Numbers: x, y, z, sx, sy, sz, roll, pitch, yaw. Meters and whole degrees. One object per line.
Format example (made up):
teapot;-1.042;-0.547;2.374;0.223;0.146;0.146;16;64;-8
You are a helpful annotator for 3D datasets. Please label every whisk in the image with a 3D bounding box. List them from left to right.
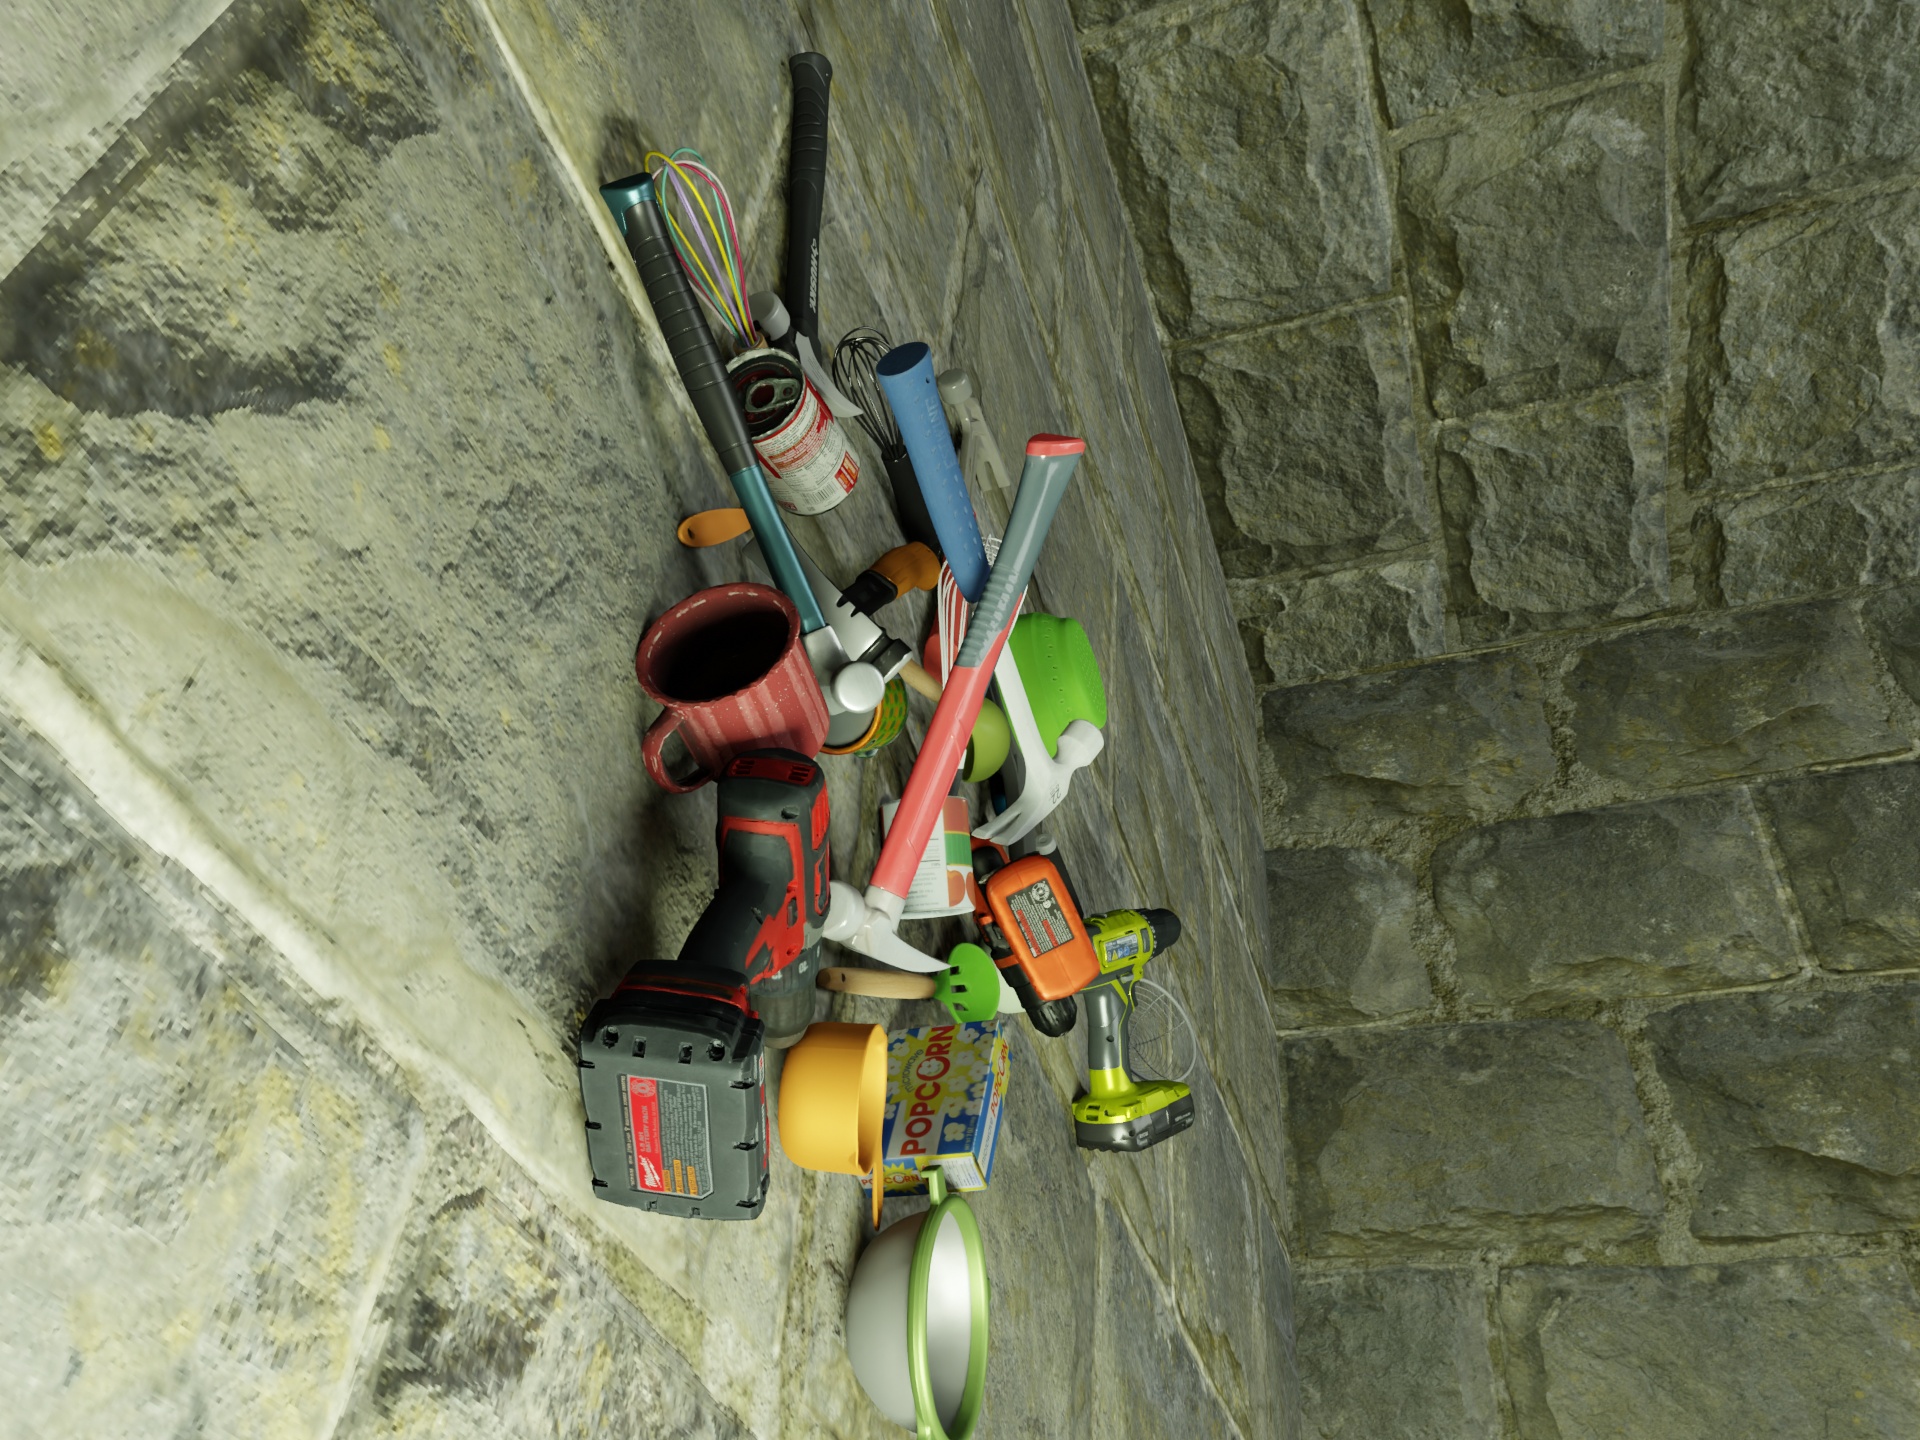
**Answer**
whisk;-0.147;-0.264;1.028;0.244;0.047;0.051;67;32;-50
whisk;-0.052;-0.221;1.308;0.238;0.055;0.055;69;19;-47
whisk;-0.002;-0.004;1.231;0.070;0.070;0.284;1;100;-73

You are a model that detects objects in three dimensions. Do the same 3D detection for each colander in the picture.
colander;0.085;0.028;1.468;0.204;0.094;0.398;58;22;-46

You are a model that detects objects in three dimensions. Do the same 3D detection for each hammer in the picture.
hammer;-0.131;-0.159;0.926;0.331;0.033;0.128;68;-16;-9
hammer;-0.115;-0.378;1.204;0.146;0.035;0.335;53;31;-56
hammer;-0.064;-0.106;1.170;0.127;0.034;0.337;45;13;-2
hammer;0.003;-0.164;1.476;0.149;0.037;0.359;64;22;-43
hammer;0.012;-0.017;1.100;0.143;0.038;0.386;36;72;-54
hammer;0.014;-0.080;1.145;0.144;0.035;0.405;-50;137;-31

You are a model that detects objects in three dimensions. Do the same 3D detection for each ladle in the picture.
ladle;-0.041;-0.028;1.264;0.319;0.062;0.078;38;42;-57

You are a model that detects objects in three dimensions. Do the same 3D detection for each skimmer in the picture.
skimmer;0.167;0.250;1.692;0.127;0.090;0.362;-71;148;-45

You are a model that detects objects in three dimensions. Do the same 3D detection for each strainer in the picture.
strainer;-0.040;0.408;0.951;0.257;0.069;0.151;-77;156;-47

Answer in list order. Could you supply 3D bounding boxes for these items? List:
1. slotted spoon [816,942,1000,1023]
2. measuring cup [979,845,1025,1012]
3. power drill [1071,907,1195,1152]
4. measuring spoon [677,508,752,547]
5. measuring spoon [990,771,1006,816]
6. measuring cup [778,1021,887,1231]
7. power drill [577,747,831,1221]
slotted spoon;-0.035;0.192;1.164;0.313;0.031;0.070;28;54;-67
measuring cup;0.038;0.179;1.403;0.083;0.038;0.168;55;25;-53
power drill;0.171;0.304;1.611;0.190;0.080;0.228;-7;89;-48
measuring spoon;-0.150;-0.121;0.988;0.117;0.011;0.021;-37;114;-68
measuring spoon;0.035;0.032;1.494;0.042;0.021;0.128;-59;138;-66
measuring cup;-0.075;0.254;0.964;0.095;0.052;0.173;-77;169;-51
power drill;-0.114;0.145;0.807;0.227;0.080;0.187;-74;169;-57
